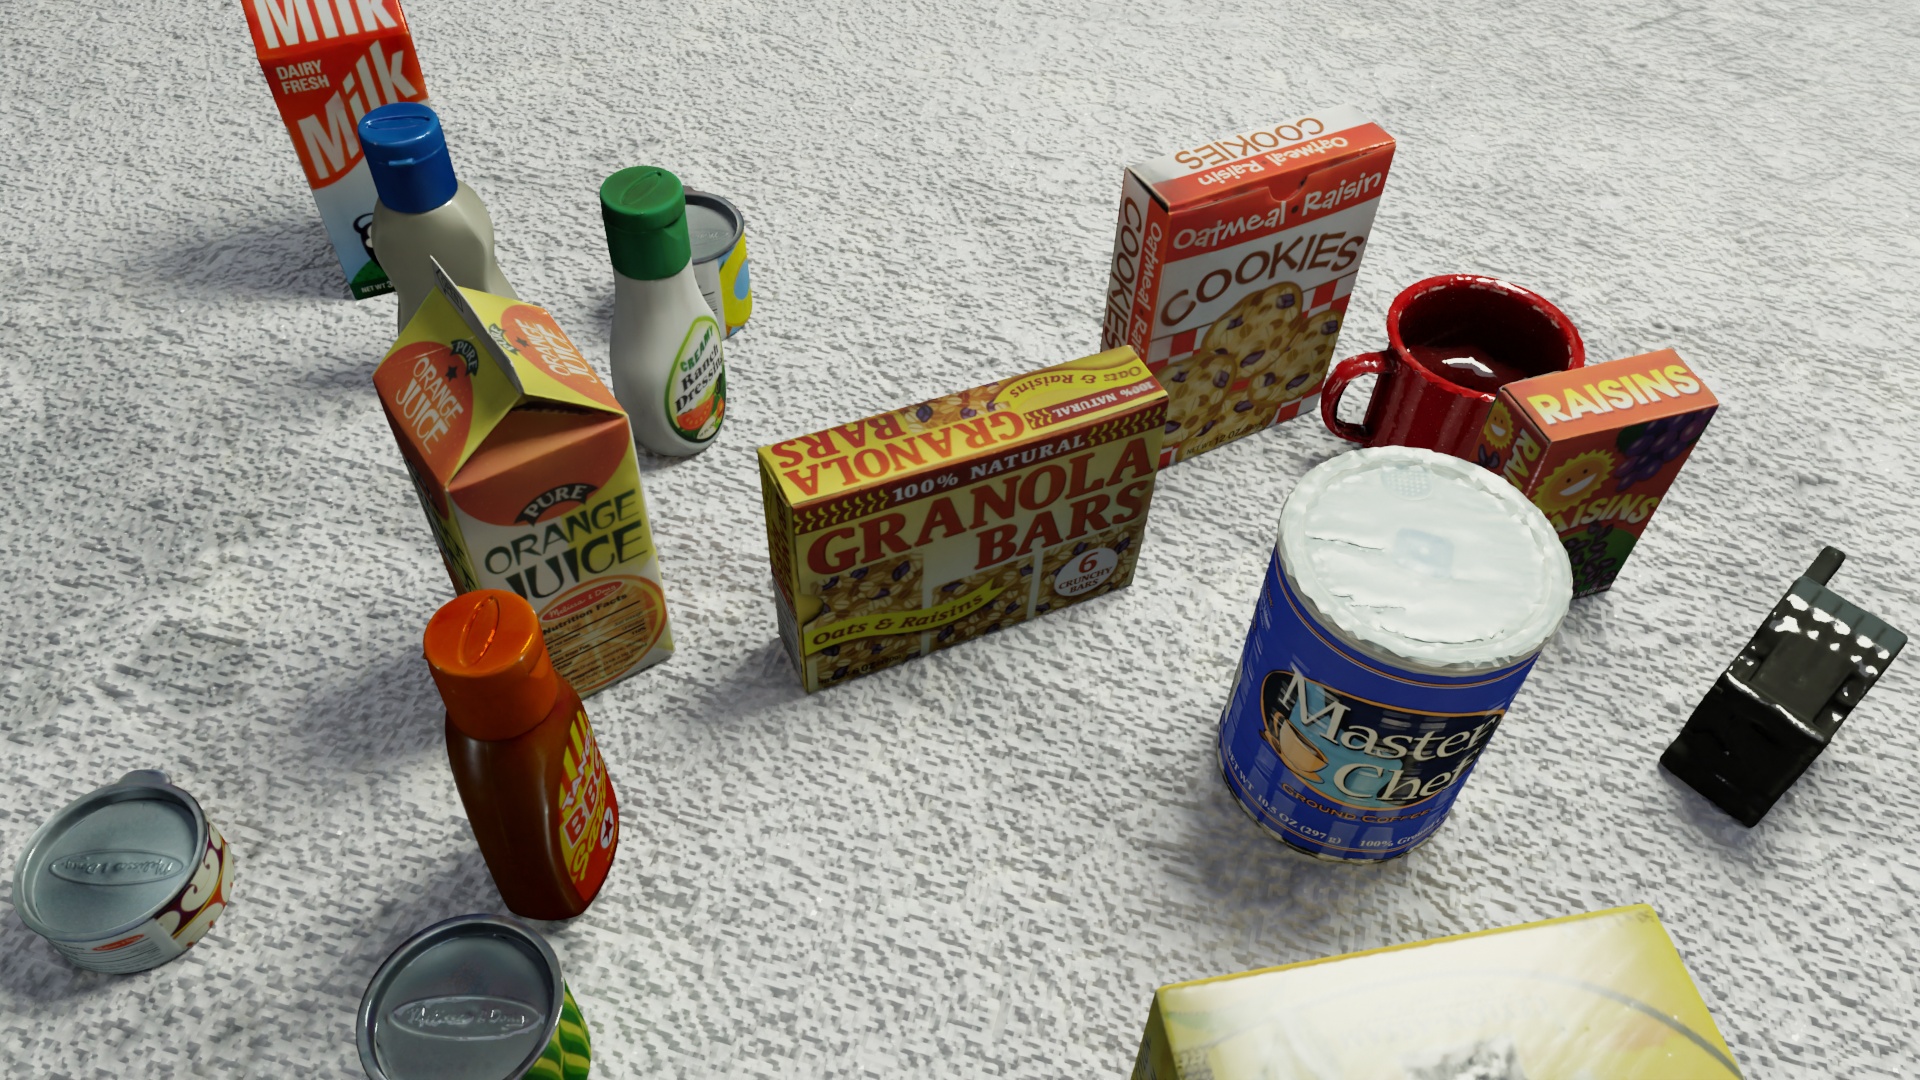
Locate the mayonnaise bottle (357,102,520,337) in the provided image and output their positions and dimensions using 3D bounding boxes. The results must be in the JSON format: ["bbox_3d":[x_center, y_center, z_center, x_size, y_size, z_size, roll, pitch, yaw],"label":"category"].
[{"bbox_3d":[-0.257,-0.142,0.686,0.065,0.147,0.041,-8,50,-9],"label":"mayonnaise bottle"}]

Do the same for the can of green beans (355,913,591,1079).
[{"bbox_3d":[-0.165,0.171,0.476,0.071,0.057,0.071,1,49,-1],"label":"can of green beans"}]

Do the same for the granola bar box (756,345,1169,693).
[{"bbox_3d":[0.002,-0.007,0.595,0.166,0.123,0.039,-18,52,-17],"label":"granola bar box"}]

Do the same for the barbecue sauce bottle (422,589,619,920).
[{"bbox_3d":[-0.156,0.077,0.499,0.044,0.147,0.065,4,49,1],"label":"barbecue sauce bottle"}]

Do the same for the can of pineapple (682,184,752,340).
[{"bbox_3d":[-0.148,-0.149,0.756,0.071,0.057,0.071,1,49,-1],"label":"can of pineapple"}]

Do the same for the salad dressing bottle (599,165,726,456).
[{"bbox_3d":[-0.142,-0.106,0.659,0.044,0.146,0.064,21,51,15],"label":"salad dressing bottle"}]

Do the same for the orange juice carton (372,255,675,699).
[{"bbox_3d":[-0.172,-0.019,0.553,0.073,0.191,0.072,-27,55,-23],"label":"orange juice carton"}]

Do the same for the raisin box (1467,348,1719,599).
[{"bbox_3d":[0.267,-0.022,0.619,0.086,0.122,0.040,-12,51,-12],"label":"raisin box"}]

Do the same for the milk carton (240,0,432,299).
[{"bbox_3d":[-0.317,-0.229,0.732,0.072,0.189,0.074,-17,52,-16],"label":"milk carton"}]

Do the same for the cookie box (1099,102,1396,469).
[{"bbox_3d":[0.130,-0.115,0.665,0.123,0.166,0.040,-21,53,-19],"label":"cookie box"}]

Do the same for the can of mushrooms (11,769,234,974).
[{"bbox_3d":[-0.314,0.125,0.526,0.071,0.033,0.071,1,49,-1],"label":"can of mushrooms"}]
